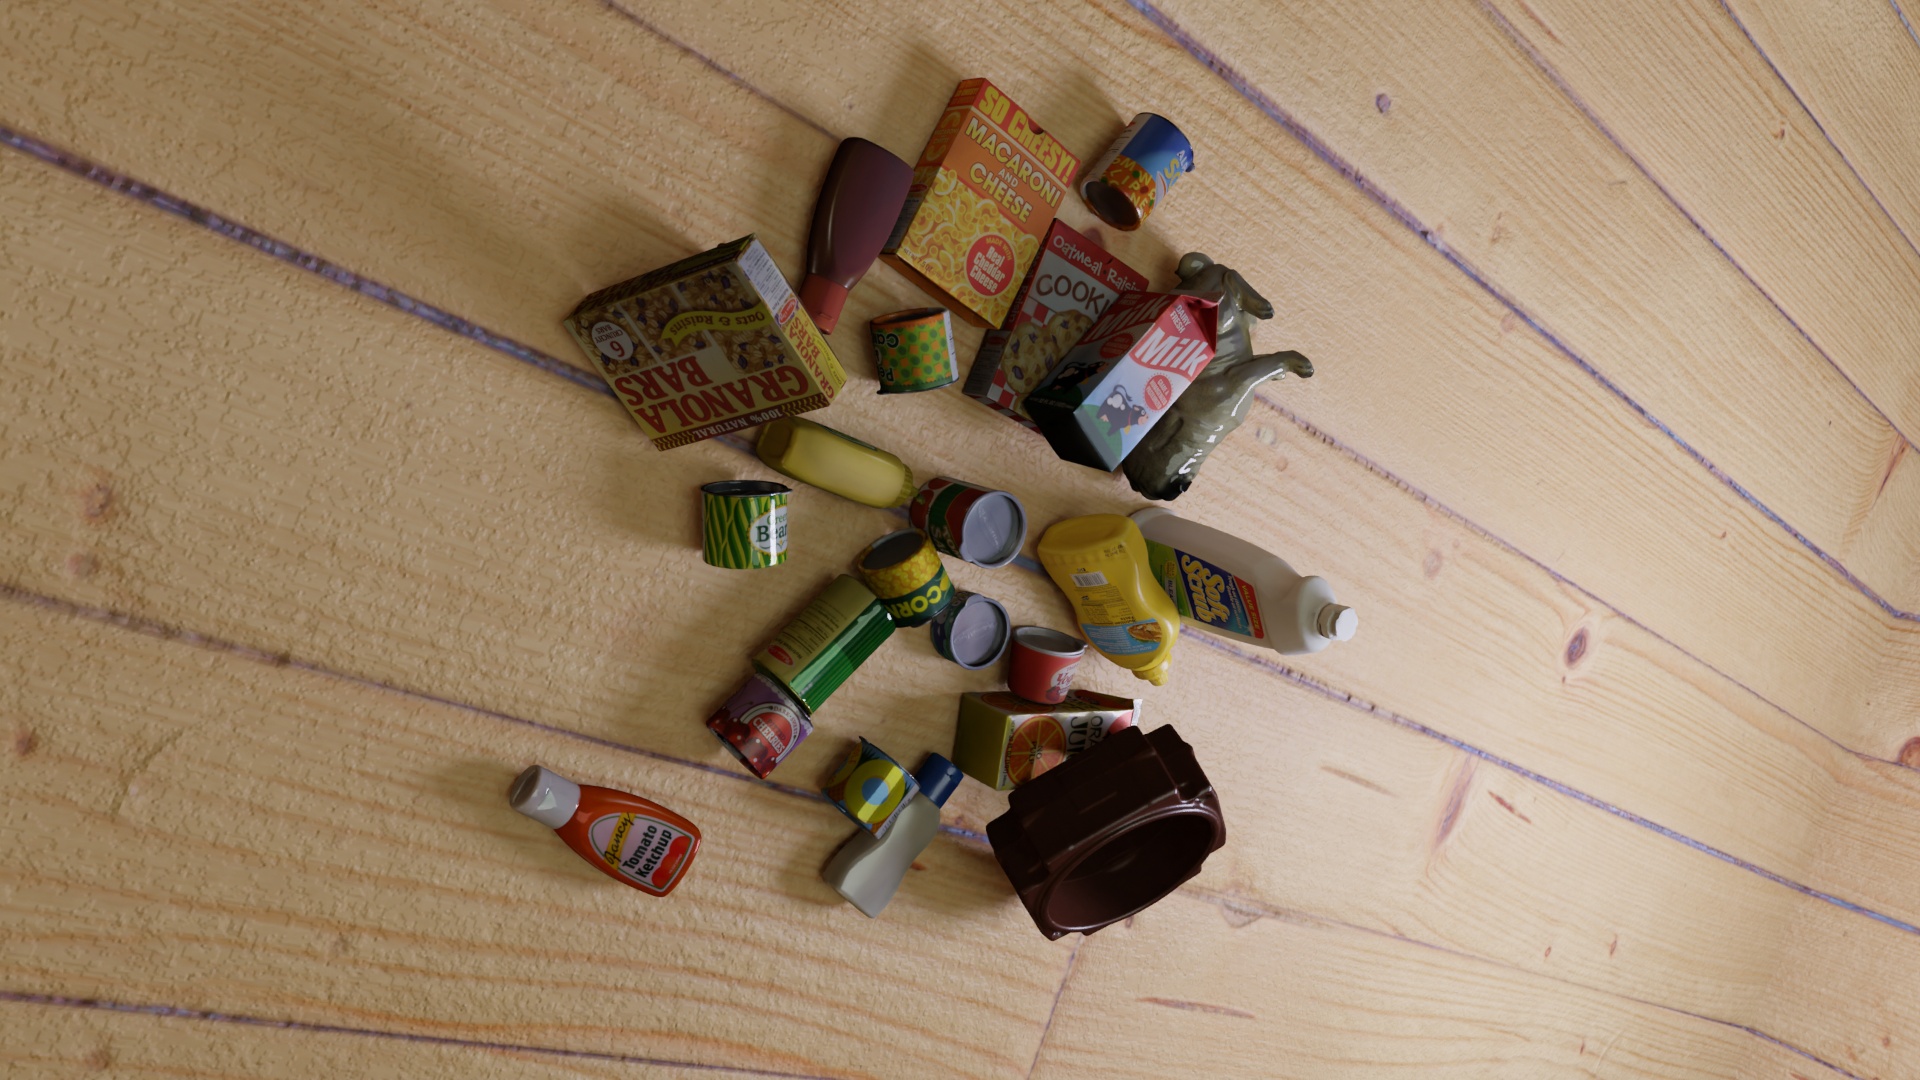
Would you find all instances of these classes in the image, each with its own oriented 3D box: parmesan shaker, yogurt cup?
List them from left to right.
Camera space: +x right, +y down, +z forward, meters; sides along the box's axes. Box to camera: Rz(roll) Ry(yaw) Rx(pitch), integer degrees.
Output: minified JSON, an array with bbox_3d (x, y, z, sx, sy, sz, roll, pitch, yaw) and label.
[{"bbox_3d":[-0.108,0.087,1.131,0.103,0.071,0.071,-44,122,-19],"label":"parmesan shaker"},{"bbox_3d":[0.075,0.115,1.272,0.072,0.072,0.053,3,107,-35],"label":"yogurt cup"}]

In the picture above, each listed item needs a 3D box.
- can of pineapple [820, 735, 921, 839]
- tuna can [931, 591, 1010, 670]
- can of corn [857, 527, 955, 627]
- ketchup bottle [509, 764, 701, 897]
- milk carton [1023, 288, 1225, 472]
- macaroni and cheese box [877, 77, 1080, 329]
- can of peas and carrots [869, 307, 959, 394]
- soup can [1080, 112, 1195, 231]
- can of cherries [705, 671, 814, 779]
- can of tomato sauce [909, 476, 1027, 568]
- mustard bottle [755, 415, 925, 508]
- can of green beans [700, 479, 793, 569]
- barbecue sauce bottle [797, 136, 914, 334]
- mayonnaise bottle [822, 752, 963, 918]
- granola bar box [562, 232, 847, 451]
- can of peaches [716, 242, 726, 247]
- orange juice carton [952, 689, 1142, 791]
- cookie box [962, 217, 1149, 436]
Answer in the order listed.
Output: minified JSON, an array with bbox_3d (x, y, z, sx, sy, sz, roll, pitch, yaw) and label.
[{"bbox_3d":[-0.078,0.211,1.183,0.058,0.071,0.071,-50,123,-15],"label":"can of pineapple"},{"bbox_3d":[0.008,0.077,1.234,0.071,0.033,0.071,-9,105,-34],"label":"tuna can"},{"bbox_3d":[-0.046,0.032,1.163,0.071,0.071,0.058,-37,118,-23],"label":"can of corn"},{"bbox_3d":[-0.272,0.218,1.061,0.148,0.043,0.065,38,78,-34],"label":"ketchup bottle"},{"bbox_3d":[0.151,-0.155,1.210,0.191,0.072,0.073,-48,124,-17],"label":"milk carton"},{"bbox_3d":[0.017,-0.279,1.159,0.123,0.040,0.166,31,82,-36],"label":"macaroni and cheese box"},{"bbox_3d":[-0.040,-0.155,1.130,0.071,0.071,0.058,-19,110,-30],"label":"can of peas and carrots"},{"bbox_3d":[0.158,-0.324,1.230,0.084,0.071,0.071,-52,124,-14],"label":"soup can"},{"bbox_3d":[-0.159,0.148,1.108,0.058,0.071,0.071,-45,122,-19],"label":"can of cherries"},{"bbox_3d":[0.004,-0.015,1.180,0.071,0.083,0.071,-9,105,-33],"label":"can of tomato sauce"},{"bbox_3d":[-0.087,-0.058,1.122,0.160,0.065,0.048,20,94,-42],"label":"mustard bottle"},{"bbox_3d":[-0.166,-0.013,1.071,0.071,0.071,0.057,-7,105,-34],"label":"can of green beans"},{"bbox_3d":[-0.090,-0.236,1.090,0.065,0.044,0.148,23,87,-36],"label":"barbecue sauce bottle"},{"bbox_3d":[-0.055,0.256,1.225,0.148,0.041,0.064,-52,125,-16],"label":"mayonnaise bottle"},{"bbox_3d":[-0.179,-0.135,0.978,0.123,0.165,0.039,58,38,-30],"label":"granola bar box"},{"bbox_3d":[-0.176,-0.176,1.026,0.058,0.071,0.071,-44,122,-18],"label":"can of peaches"},{"bbox_3d":[0.093,0.183,1.292,0.193,0.073,0.071,3,99,-36],"label":"orange juice carton"},{"bbox_3d":[0.088,-0.181,1.229,0.123,0.040,0.167,24,85,-36],"label":"cookie box"}]
